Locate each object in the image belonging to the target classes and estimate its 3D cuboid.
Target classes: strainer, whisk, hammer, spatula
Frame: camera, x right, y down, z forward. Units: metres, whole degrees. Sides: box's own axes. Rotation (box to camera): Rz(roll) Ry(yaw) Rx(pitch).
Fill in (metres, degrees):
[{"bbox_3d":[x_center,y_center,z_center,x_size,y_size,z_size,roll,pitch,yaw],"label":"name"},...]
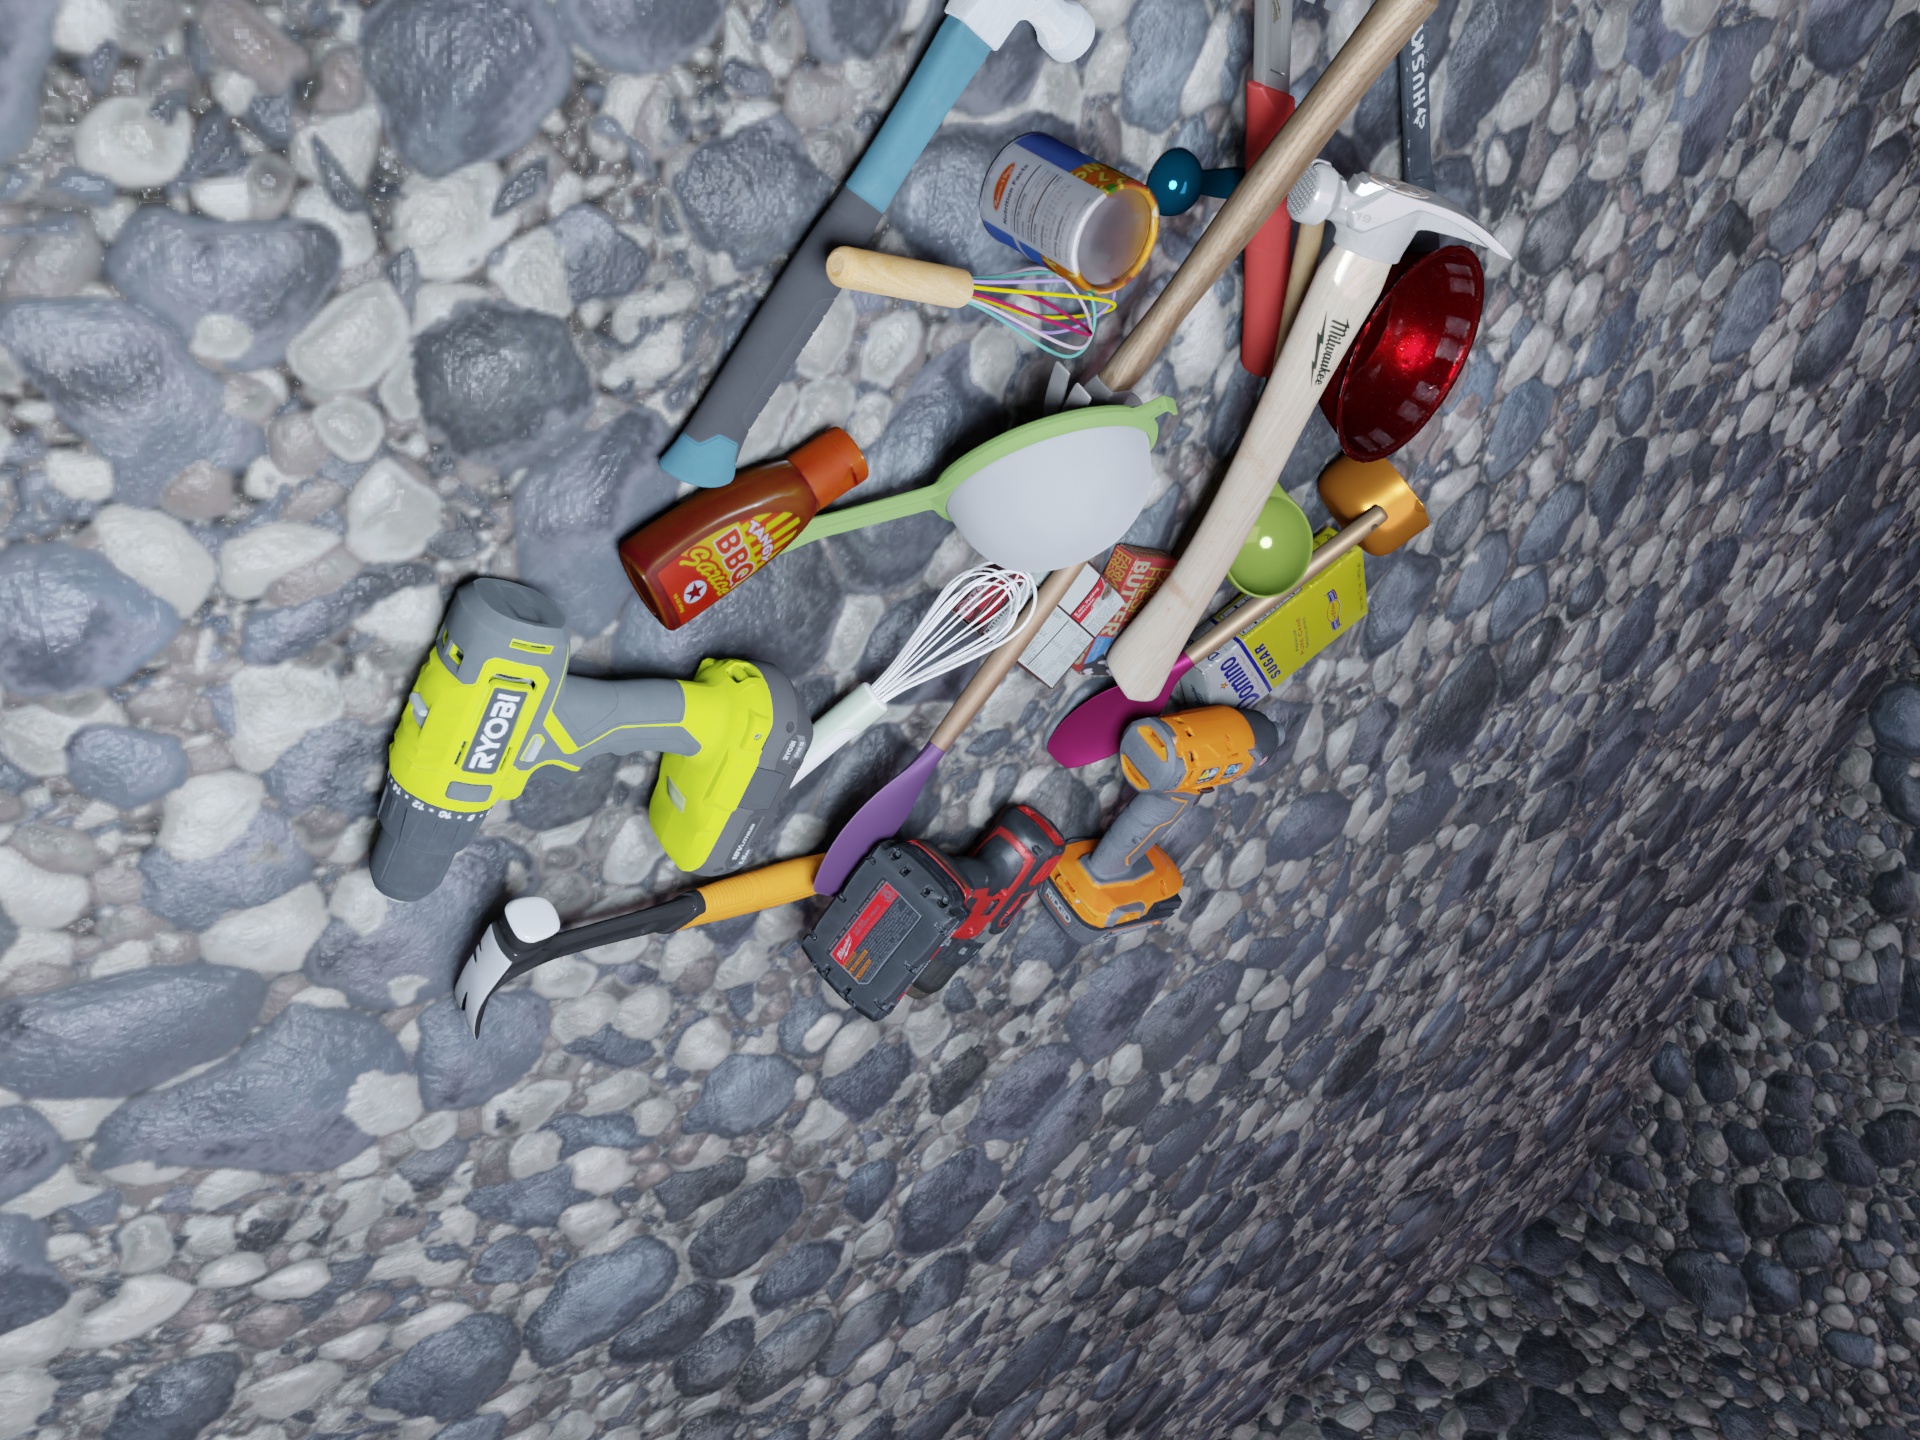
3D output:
[{"bbox_3d":[0.013,-0.120,0.983,0.256,0.069,0.151,-17,169,-16],"label":"strainer"},{"bbox_3d":[-0.050,-0.020,1.055,0.246,0.059,0.057,-39,155,6],"label":"whisk"},{"bbox_3d":[0.318,-0.382,1.115,0.149,0.036,0.408,-37,142,-11],"label":"hammer"},{"bbox_3d":[-0.002,-0.003,1.091,0.316,0.018,0.059,-53,149,6],"label":"spatula"},{"bbox_3d":[0.157,-0.287,0.940,0.331,0.031,0.130,-51,166,33],"label":"hammer"},{"bbox_3d":[0.211,-0.172,1.089,0.146,0.038,0.410,10,129,-18],"label":"hammer"},{"bbox_3d":[-0.058,-0.266,0.850,0.128,0.033,0.331,21,108,-52],"label":"hammer"},{"bbox_3d":[0.185,-0.350,0.979,0.149,0.037,0.358,-42,149,-20],"label":"hammer"},{"bbox_3d":[-0.174,0.129,1.078,0.336,0.034,0.127,-12,152,-44],"label":"hammer"},{"bbox_3d":[0.010,-0.241,0.905,0.245,0.047,0.051,-9,124,-51],"label":"whisk"}]

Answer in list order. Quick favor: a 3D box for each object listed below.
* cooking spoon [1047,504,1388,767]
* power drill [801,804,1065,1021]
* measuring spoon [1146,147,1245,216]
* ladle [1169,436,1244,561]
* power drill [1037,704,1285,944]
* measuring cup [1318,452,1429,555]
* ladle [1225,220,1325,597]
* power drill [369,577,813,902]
[{"bbox_3d":[0.200,-0.065,1.245,0.319,0.017,0.068,-37,132,11],"label":"cooking spoon"},{"bbox_3d":[-0.024,0.155,1.200,0.188,0.080,0.226,-53,163,20],"label":"power drill"},{"bbox_3d":[0.171,-0.340,1.016,0.128,0.021,0.042,-14,132,-37],"label":"measuring spoon"},{"bbox_3d":[0.201,-0.184,1.188,0.069,0.031,0.315,7,120,-48],"label":"ladle"},{"bbox_3d":[0.173,0.079,1.323,0.164,0.084,0.226,-9,139,-38],"label":"power drill"},{"bbox_3d":[0.300,-0.198,1.243,0.052,0.095,0.173,-40,124,8],"label":"measuring cup"},{"bbox_3d":[0.227,-0.214,1.100,0.078,0.062,0.319,-19,141,-16],"label":"ladle"},{"bbox_3d":[-0.217,0.027,0.921,0.228,0.080,0.190,10,116,-43],"label":"power drill"}]
